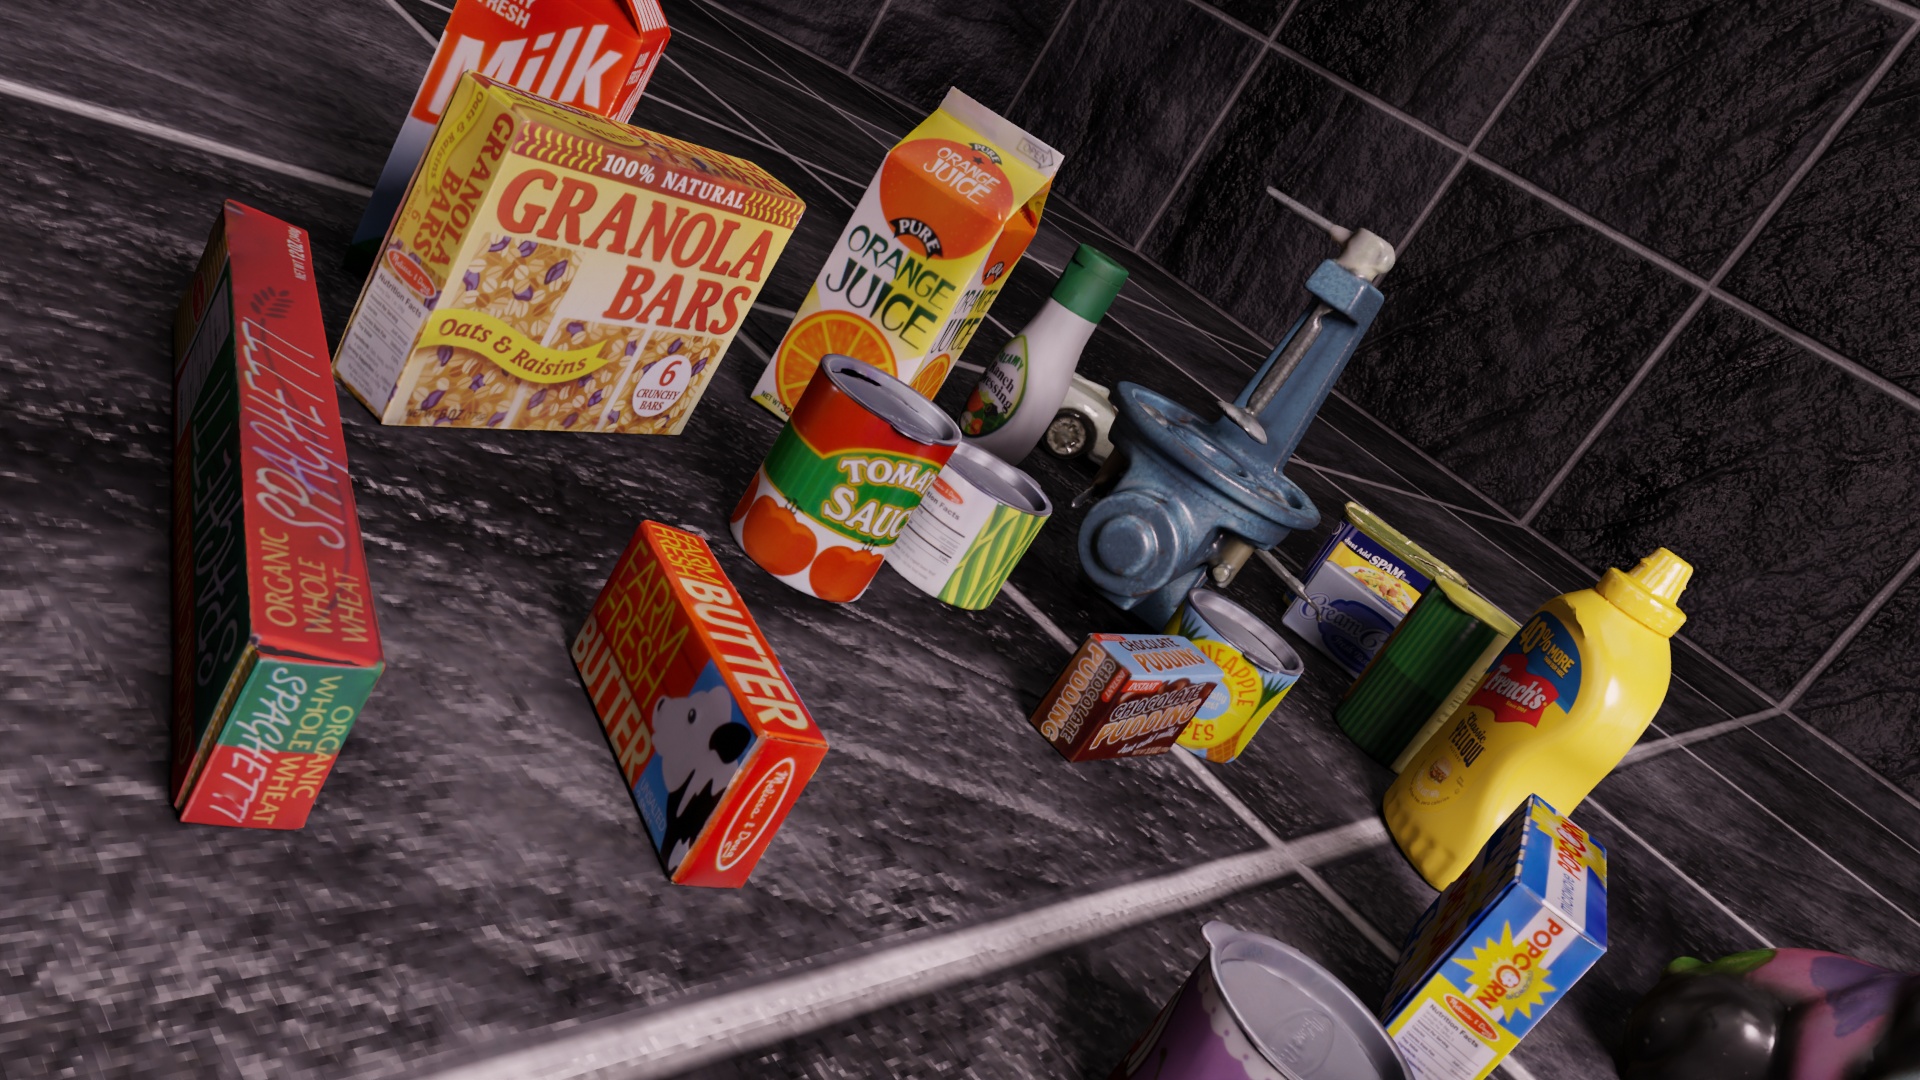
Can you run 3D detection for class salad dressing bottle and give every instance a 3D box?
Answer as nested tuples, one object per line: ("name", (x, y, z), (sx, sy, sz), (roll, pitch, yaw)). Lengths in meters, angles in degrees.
("salad dressing bottle", (0.052, -0.118, 0.887), (0.044, 0.147, 0.064), (20, 21, -35))

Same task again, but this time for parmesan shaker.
("parmesan shaker", (0.272, 0.080, 0.811), (0.071, 0.102, 0.071), (30, 18, -10))

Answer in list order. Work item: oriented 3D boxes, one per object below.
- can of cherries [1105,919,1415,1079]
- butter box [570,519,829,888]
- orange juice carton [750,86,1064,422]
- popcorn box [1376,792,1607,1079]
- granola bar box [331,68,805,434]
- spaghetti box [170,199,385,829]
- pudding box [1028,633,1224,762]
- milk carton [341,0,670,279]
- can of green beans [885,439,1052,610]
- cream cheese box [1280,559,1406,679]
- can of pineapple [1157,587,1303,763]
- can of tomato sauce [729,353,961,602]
("can of cherries", (0.078, 0.149, 0.376), (0.071, 0.058, 0.072), (29, 18, -10))
("butter box", (-0.078, 0.044, 0.398), (0.024, 0.053, 0.104), (17, 23, -41))
("orange juice carton", (-0.025, -0.137, 0.734), (0.072, 0.192, 0.073), (35, 17, 8))
("popcorn box", (0.205, 0.154, 0.534), (0.038, 0.085, 0.127), (38, 18, 17))
("granola bar box", (-0.149, -0.104, 0.551), (0.039, 0.124, 0.166), (39, 19, 20))
("spaghetti box", (-0.195, -0.023, 0.383), (0.029, 0.050, 0.251), (19, 22, -38))
("pudding box", (0.073, 0.066, 0.598), (0.030, 0.049, 0.084), (44, 21, 31))
("milk carton", (-0.186, -0.188, 0.601), (0.073, 0.190, 0.072), (29, 18, -13))
("can of green beans", (0.001, -0.009, 0.661), (0.071, 0.057, 0.071), (29, 18, -10))
("cream cheese box", (0.273, 0.064, 0.933), (0.104, 0.053, 0.024), (41, 19, 23))
("can of pineapple", (0.121, 0.065, 0.669), (0.071, 0.057, 0.071), (29, 18, -10))
("can of tomato sauce", (-0.048, -0.025, 0.579), (0.071, 0.083, 0.071), (29, 18, -10))
